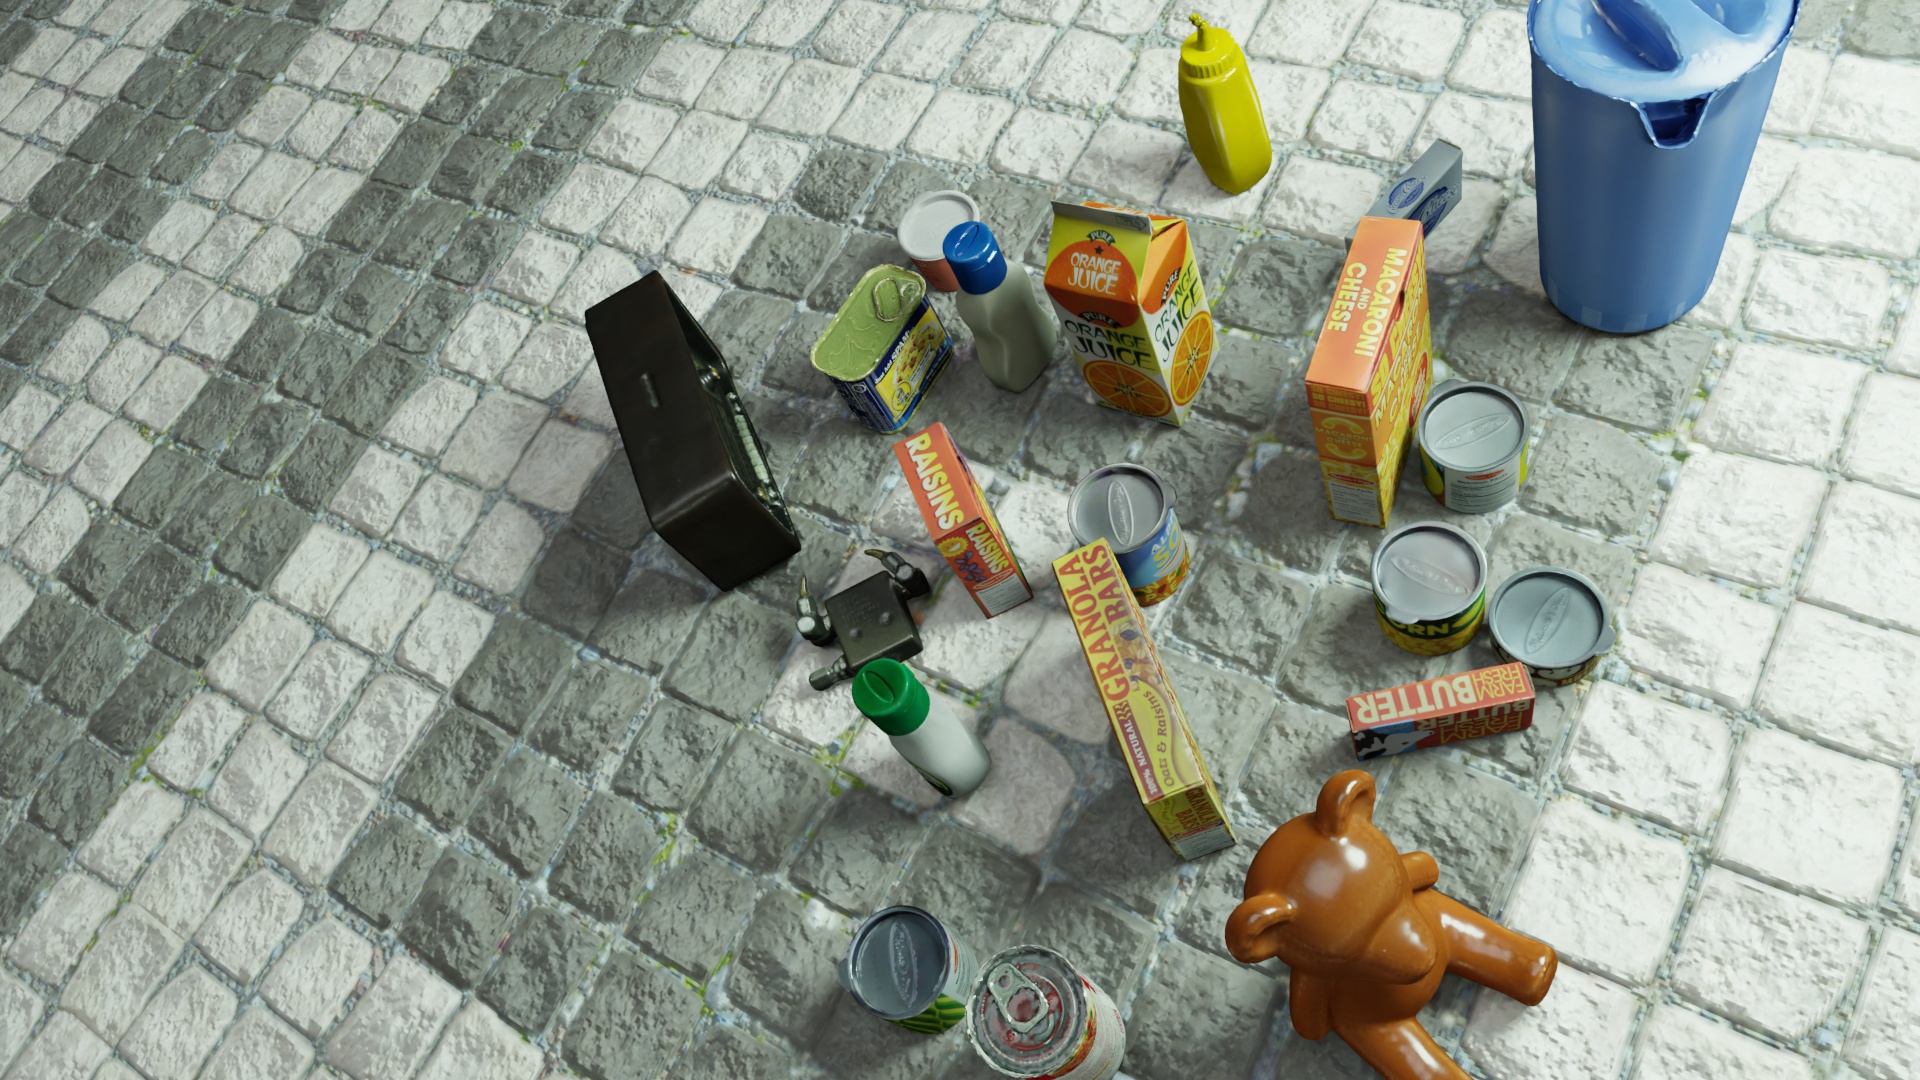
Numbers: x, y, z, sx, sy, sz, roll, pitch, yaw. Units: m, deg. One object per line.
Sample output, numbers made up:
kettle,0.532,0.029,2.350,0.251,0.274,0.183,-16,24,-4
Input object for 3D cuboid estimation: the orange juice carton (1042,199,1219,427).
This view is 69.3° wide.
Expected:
orange juice carton,0.115,-0.162,0.940,0.072,0.192,0.073,19,71,28

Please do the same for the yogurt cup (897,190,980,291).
yogurt cup,-0.010,-0.236,1.110,0.072,0.053,0.073,-9,60,16

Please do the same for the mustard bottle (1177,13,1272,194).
mustard bottle,0.191,-0.327,1.022,0.049,0.159,0.065,-35,57,-1

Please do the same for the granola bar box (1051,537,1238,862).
granola bar box,0.110,0.098,0.838,0.039,0.124,0.166,-23,57,7

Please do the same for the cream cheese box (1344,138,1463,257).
cream cheese box,0.316,-0.230,0.986,0.104,0.053,0.024,-46,57,-8

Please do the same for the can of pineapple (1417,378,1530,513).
can of pineapple,0.327,-0.060,0.886,0.071,0.057,0.071,-9,60,16

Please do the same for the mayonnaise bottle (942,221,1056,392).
mayonnaise bottle,0.027,-0.171,1.003,0.041,0.147,0.065,26,74,30

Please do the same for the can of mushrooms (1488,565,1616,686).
can of mushrooms,0.352,0.053,0.828,0.071,0.033,0.071,-9,60,16

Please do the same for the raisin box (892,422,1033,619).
raisin box,0.003,-0.012,0.938,0.040,0.123,0.086,-26,57,5

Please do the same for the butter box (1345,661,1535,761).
butter box,0.281,0.101,0.816,0.103,0.053,0.024,-14,59,13

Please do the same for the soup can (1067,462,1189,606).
soup can,0.115,-0.003,0.916,0.071,0.083,0.071,-9,60,16

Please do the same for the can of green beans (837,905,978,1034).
can of green beans,-0.028,0.260,0.839,0.071,0.057,0.071,-9,60,16

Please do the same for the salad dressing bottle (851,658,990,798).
salad dressing bottle,-0.024,0.117,0.863,0.044,0.147,0.064,-44,57,-6

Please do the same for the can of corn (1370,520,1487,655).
can of corn,0.285,0.032,0.849,0.071,0.058,0.071,-9,60,16

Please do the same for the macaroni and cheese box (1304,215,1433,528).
macaroni and cheese box,0.260,-0.101,0.868,0.040,0.166,0.124,13,68,26
